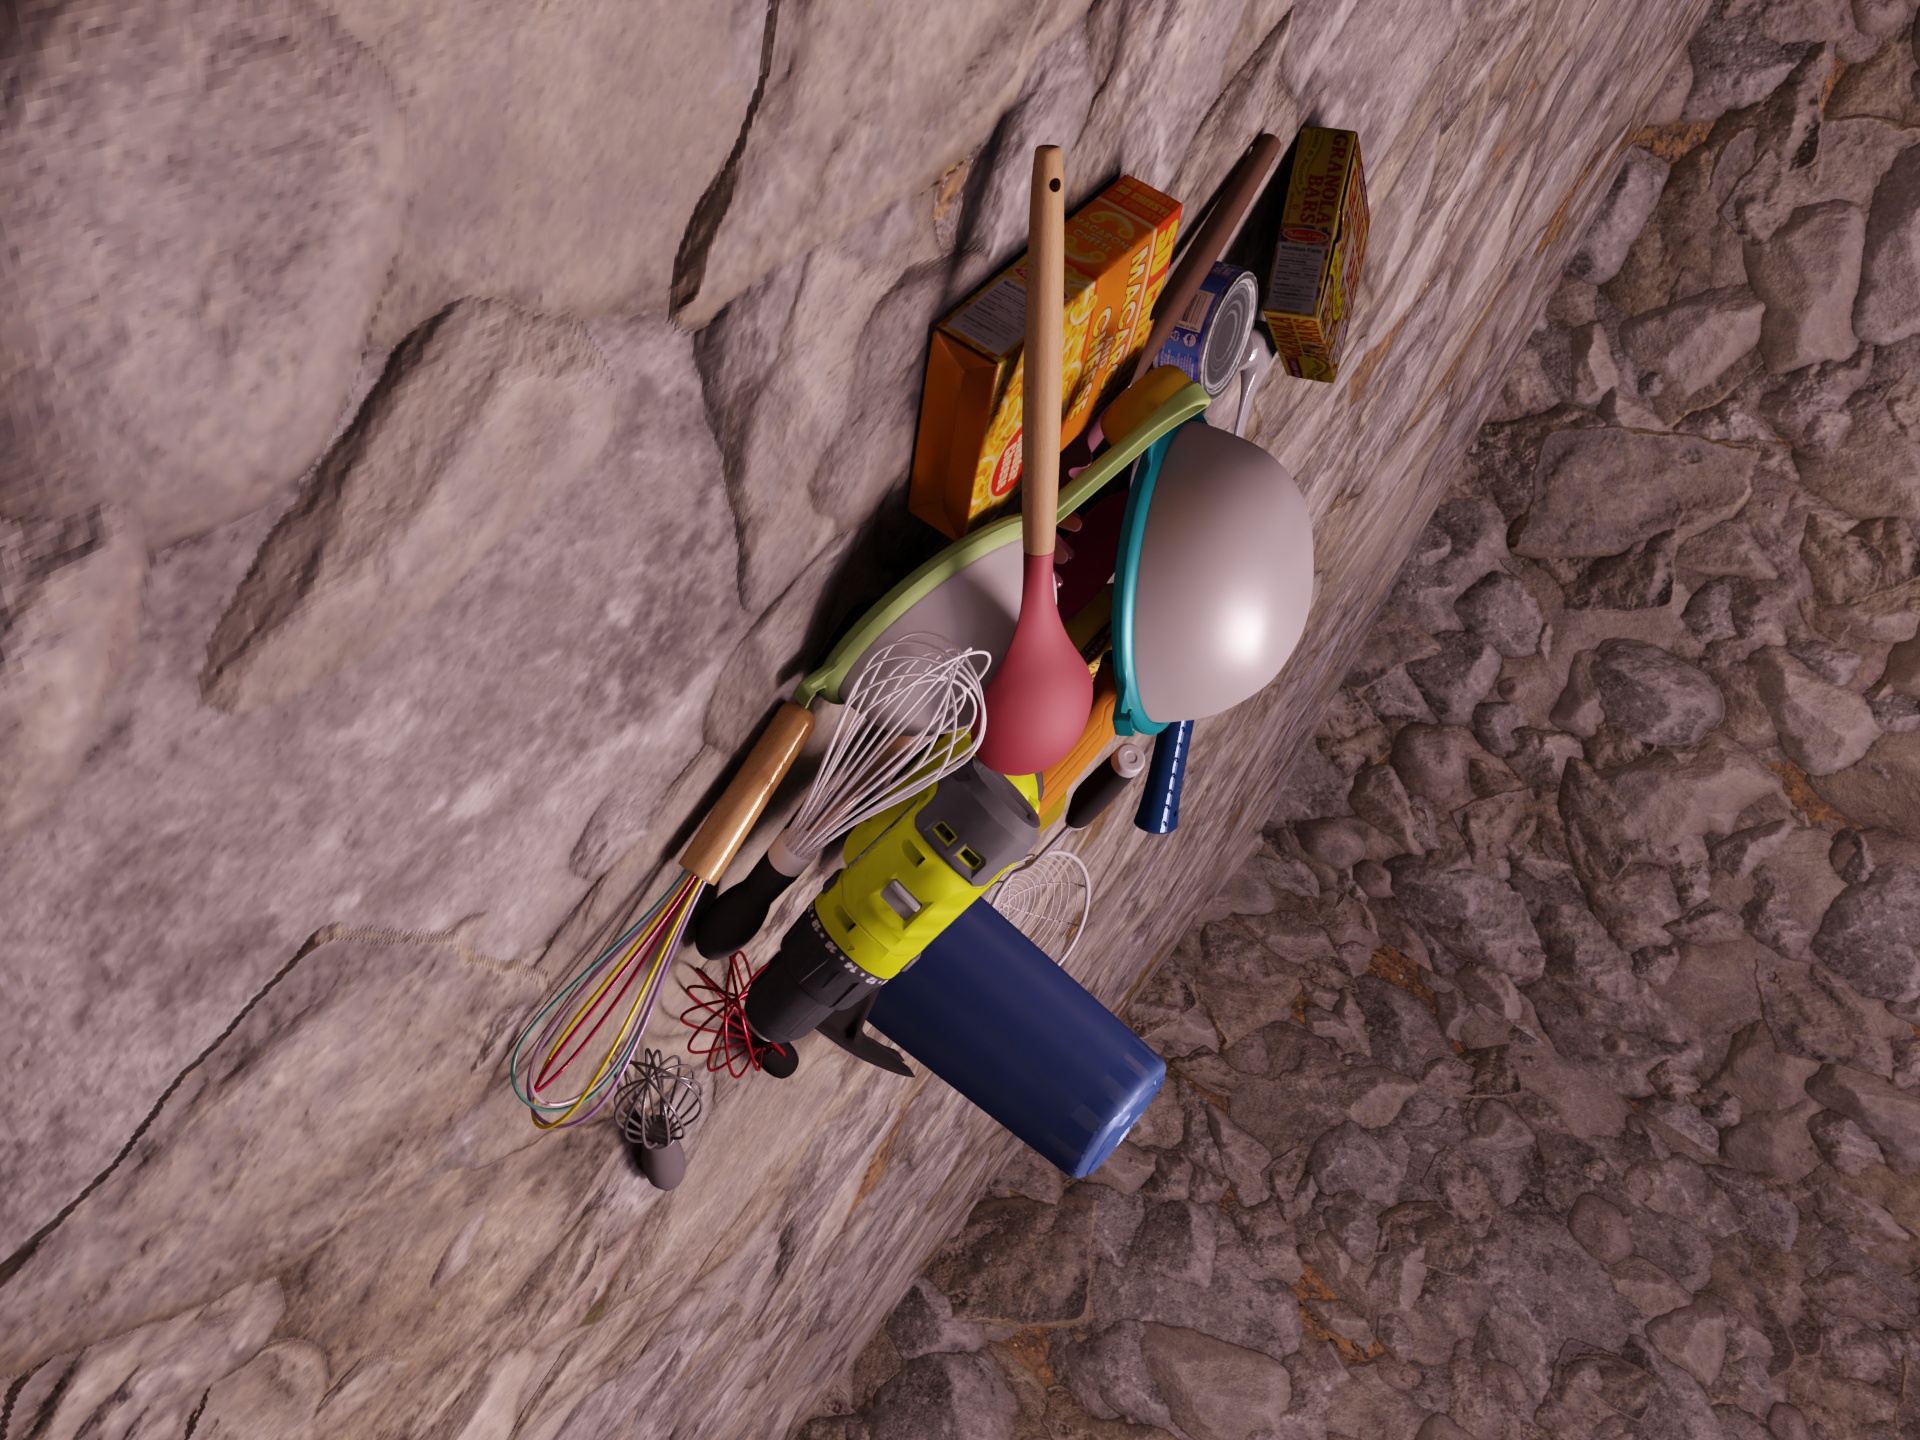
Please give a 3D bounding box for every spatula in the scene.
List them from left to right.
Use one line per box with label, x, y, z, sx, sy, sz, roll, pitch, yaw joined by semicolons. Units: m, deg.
spatula;0.041;-0.110;0.985;0.317;0.044;0.082;-20;141;-57

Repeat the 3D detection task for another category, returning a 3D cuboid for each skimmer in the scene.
skimmer;0.094;0.117;1.241;0.127;0.090;0.363;-38;170;-26

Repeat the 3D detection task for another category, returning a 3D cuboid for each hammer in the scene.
hammer;0.022;0.089;1.079;0.127;0.034;0.337;40;91;-30
hammer;0.192;-0.105;1.229;0.144;0.035;0.405;-29;133;-60

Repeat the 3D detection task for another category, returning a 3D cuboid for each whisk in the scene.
whisk;-0.184;0.255;0.982;0.055;0.055;0.238;-48;167;-27
whisk;-0.148;0.095;0.802;0.245;0.051;0.047;-58;-174;-10
whisk;-0.130;0.202;1.019;0.073;0.073;0.295;-52;169;-15
whisk;-0.072;0.051;0.816;0.284;0.070;0.070;-47;173;39

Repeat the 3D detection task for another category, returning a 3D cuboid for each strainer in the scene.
strainer;0.041;-0.069;0.829;0.256;0.069;0.151;-39;170;17
strainer;0.197;-0.095;1.064;0.340;0.095;0.211;-12;109;-65

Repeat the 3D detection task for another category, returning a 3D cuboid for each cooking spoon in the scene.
cooking spoon;0.000;-0.024;0.960;0.319;0.017;0.068;-46;147;-11

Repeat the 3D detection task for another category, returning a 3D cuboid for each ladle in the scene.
ladle;0.038;-0.105;0.747;0.069;0.031;0.315;-14;122;-23

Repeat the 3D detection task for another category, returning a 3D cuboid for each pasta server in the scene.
pasta server;0.114;-0.214;0.937;0.316;0.040;0.060;-59;174;-9

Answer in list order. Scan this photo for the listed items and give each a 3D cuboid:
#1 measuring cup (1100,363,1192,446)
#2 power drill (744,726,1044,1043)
measuring cup;0.062;-0.141;0.869;0.156;0.029;0.062;-36;179;2
power drill;-0.032;0.087;0.922;0.190;0.080;0.228;-44;-178;13
